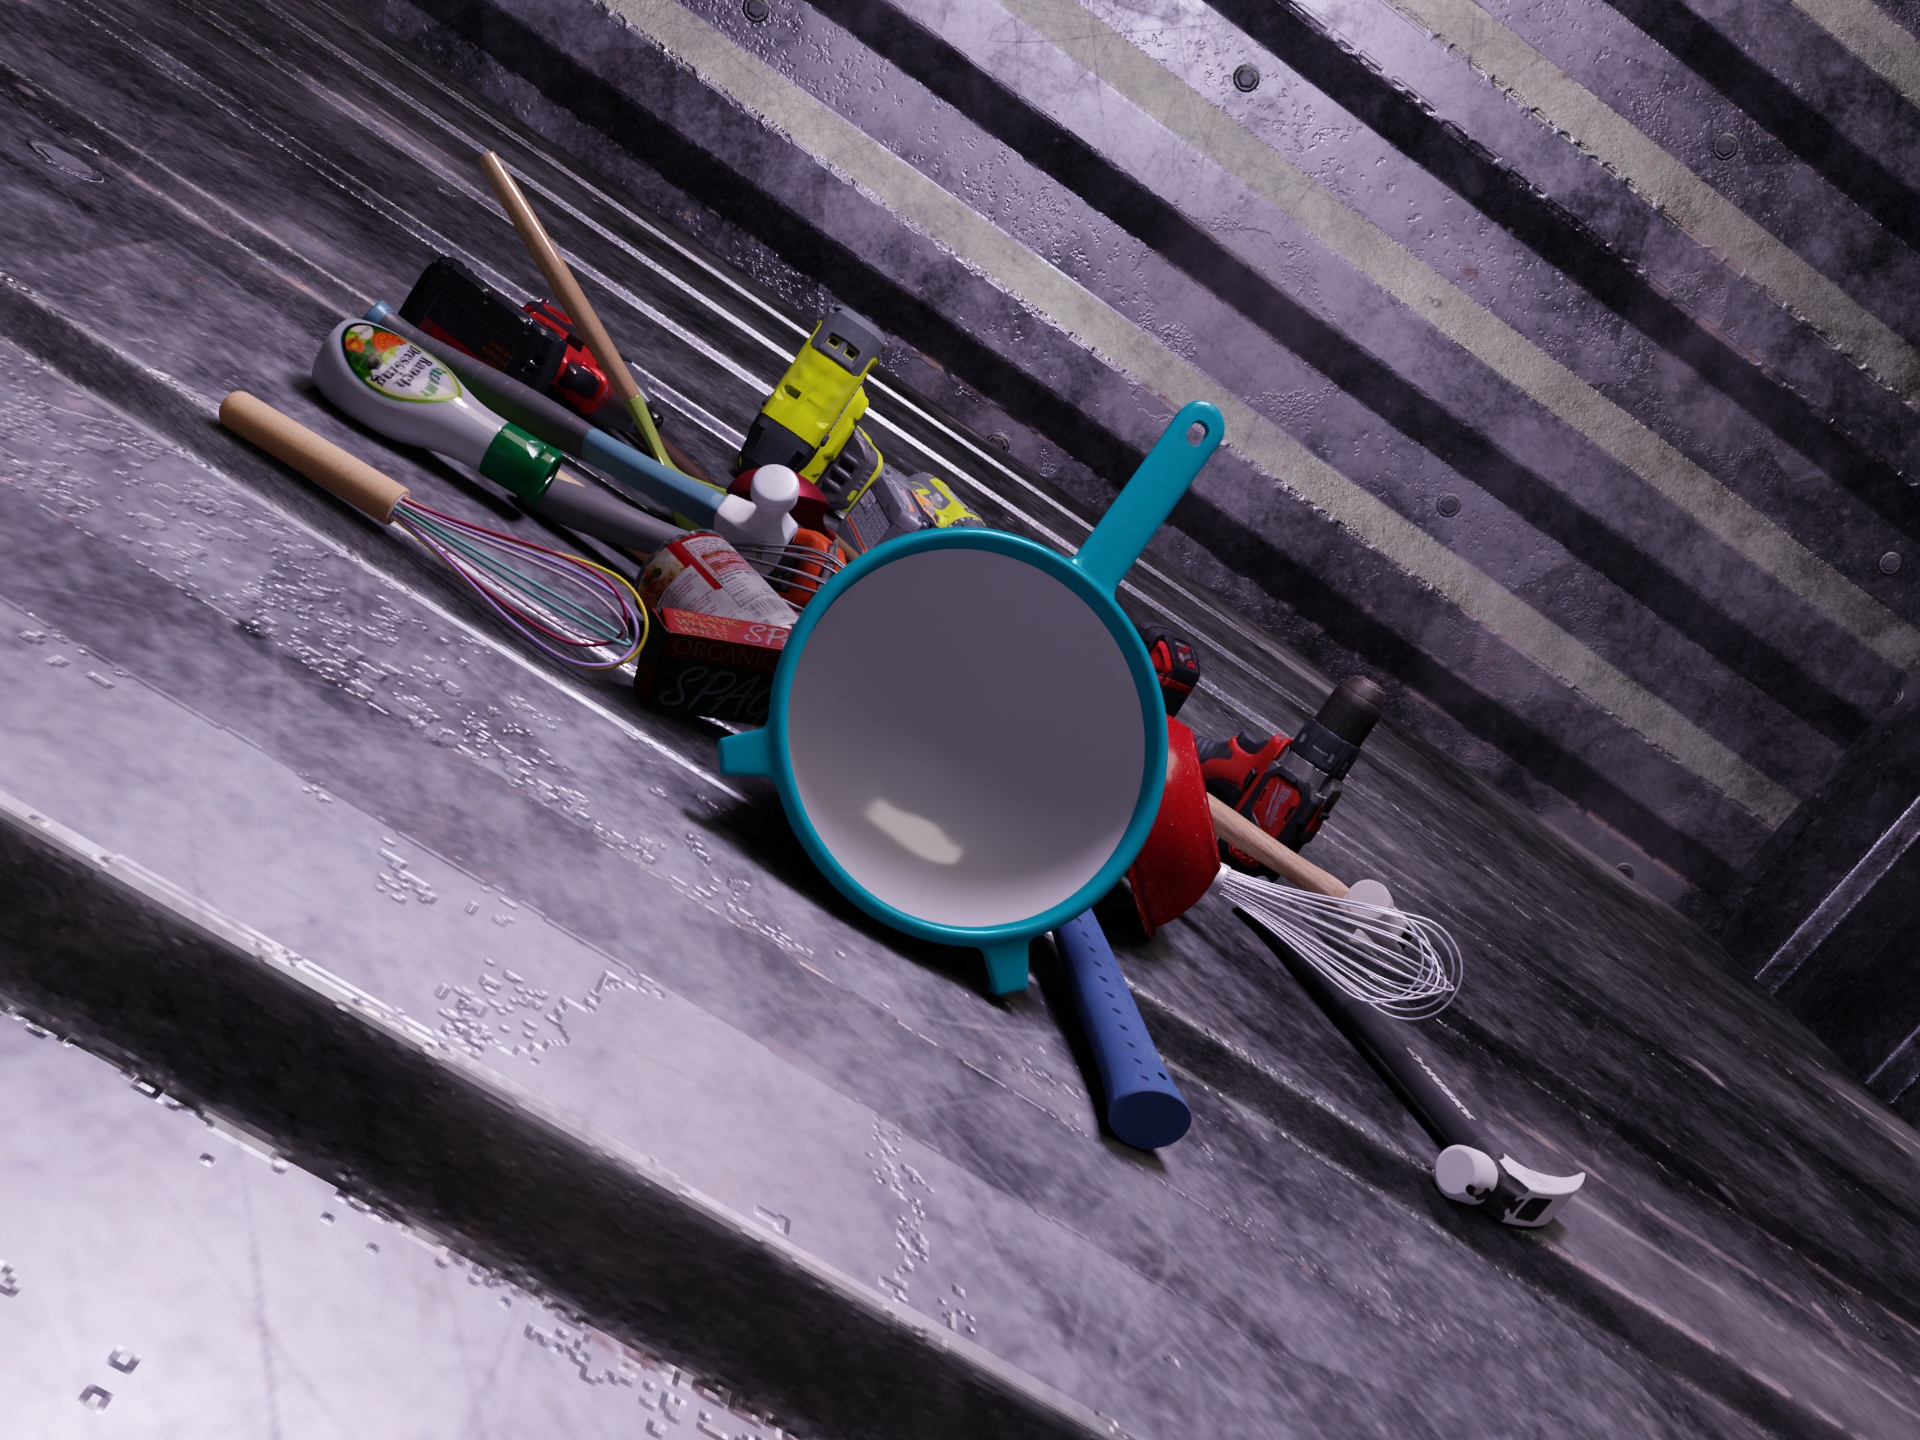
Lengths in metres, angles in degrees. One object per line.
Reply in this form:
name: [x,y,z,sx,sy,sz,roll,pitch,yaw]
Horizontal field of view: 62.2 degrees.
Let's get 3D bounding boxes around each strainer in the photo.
strainer: [0.030,-0.037,0.852,0.211,0.340,0.095,40,-20,-10]

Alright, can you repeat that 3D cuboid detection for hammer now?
hammer: [0.289,0.215,1.094,0.146,0.035,0.335,24,18,-35]
hammer: [0.214,0.085,1.249,0.332,0.031,0.129,35,-6,37]
hammer: [-0.257,-0.190,1.051,0.331,0.033,0.128,29,-30,5]
hammer: [0.059,0.092,0.909,0.144,0.035,0.406,38,16,-26]

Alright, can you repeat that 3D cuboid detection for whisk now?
whisk: [-0.167,-0.109,0.999,0.239,0.055,0.055,20,14,1]
whisk: [0.203,0.120,1.085,0.285,0.070,0.070,25,11,17]
whisk: [-0.269,-0.101,0.822,0.245,0.047,0.051,31,16,-3]

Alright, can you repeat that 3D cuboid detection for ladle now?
ladle: [-0.237,-0.258,1.127,0.320,0.062,0.078,60,7,-16]
ladle: [-0.090,-0.126,1.203,0.069,0.031,0.315,8,-12,20]

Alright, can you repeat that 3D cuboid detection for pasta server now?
pasta server: [-0.258,-0.244,1.316,0.316,0.040,0.060,42,-7,19]

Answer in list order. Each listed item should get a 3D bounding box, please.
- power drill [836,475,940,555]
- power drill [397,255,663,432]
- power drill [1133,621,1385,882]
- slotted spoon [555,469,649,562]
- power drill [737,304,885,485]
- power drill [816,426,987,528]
power drill: [0.009,-0.106,1.408,0.226,0.084,0.186,33,15,-28]
power drill: [-0.314,-0.269,1.199,0.143,0.078,0.219,37,11,6]
power drill: [0.230,0.003,1.343,0.227,0.188,0.080,39,13,31]
slotted spoon: [-0.249,-0.145,1.036,0.313,0.031,0.070,36,-6,-8]
power drill: [-0.137,-0.254,1.360,0.080,0.171,0.223,34,-1,-7]
power drill: [-0.060,-0.224,1.630,0.228,0.080,0.191,26,16,-41]
